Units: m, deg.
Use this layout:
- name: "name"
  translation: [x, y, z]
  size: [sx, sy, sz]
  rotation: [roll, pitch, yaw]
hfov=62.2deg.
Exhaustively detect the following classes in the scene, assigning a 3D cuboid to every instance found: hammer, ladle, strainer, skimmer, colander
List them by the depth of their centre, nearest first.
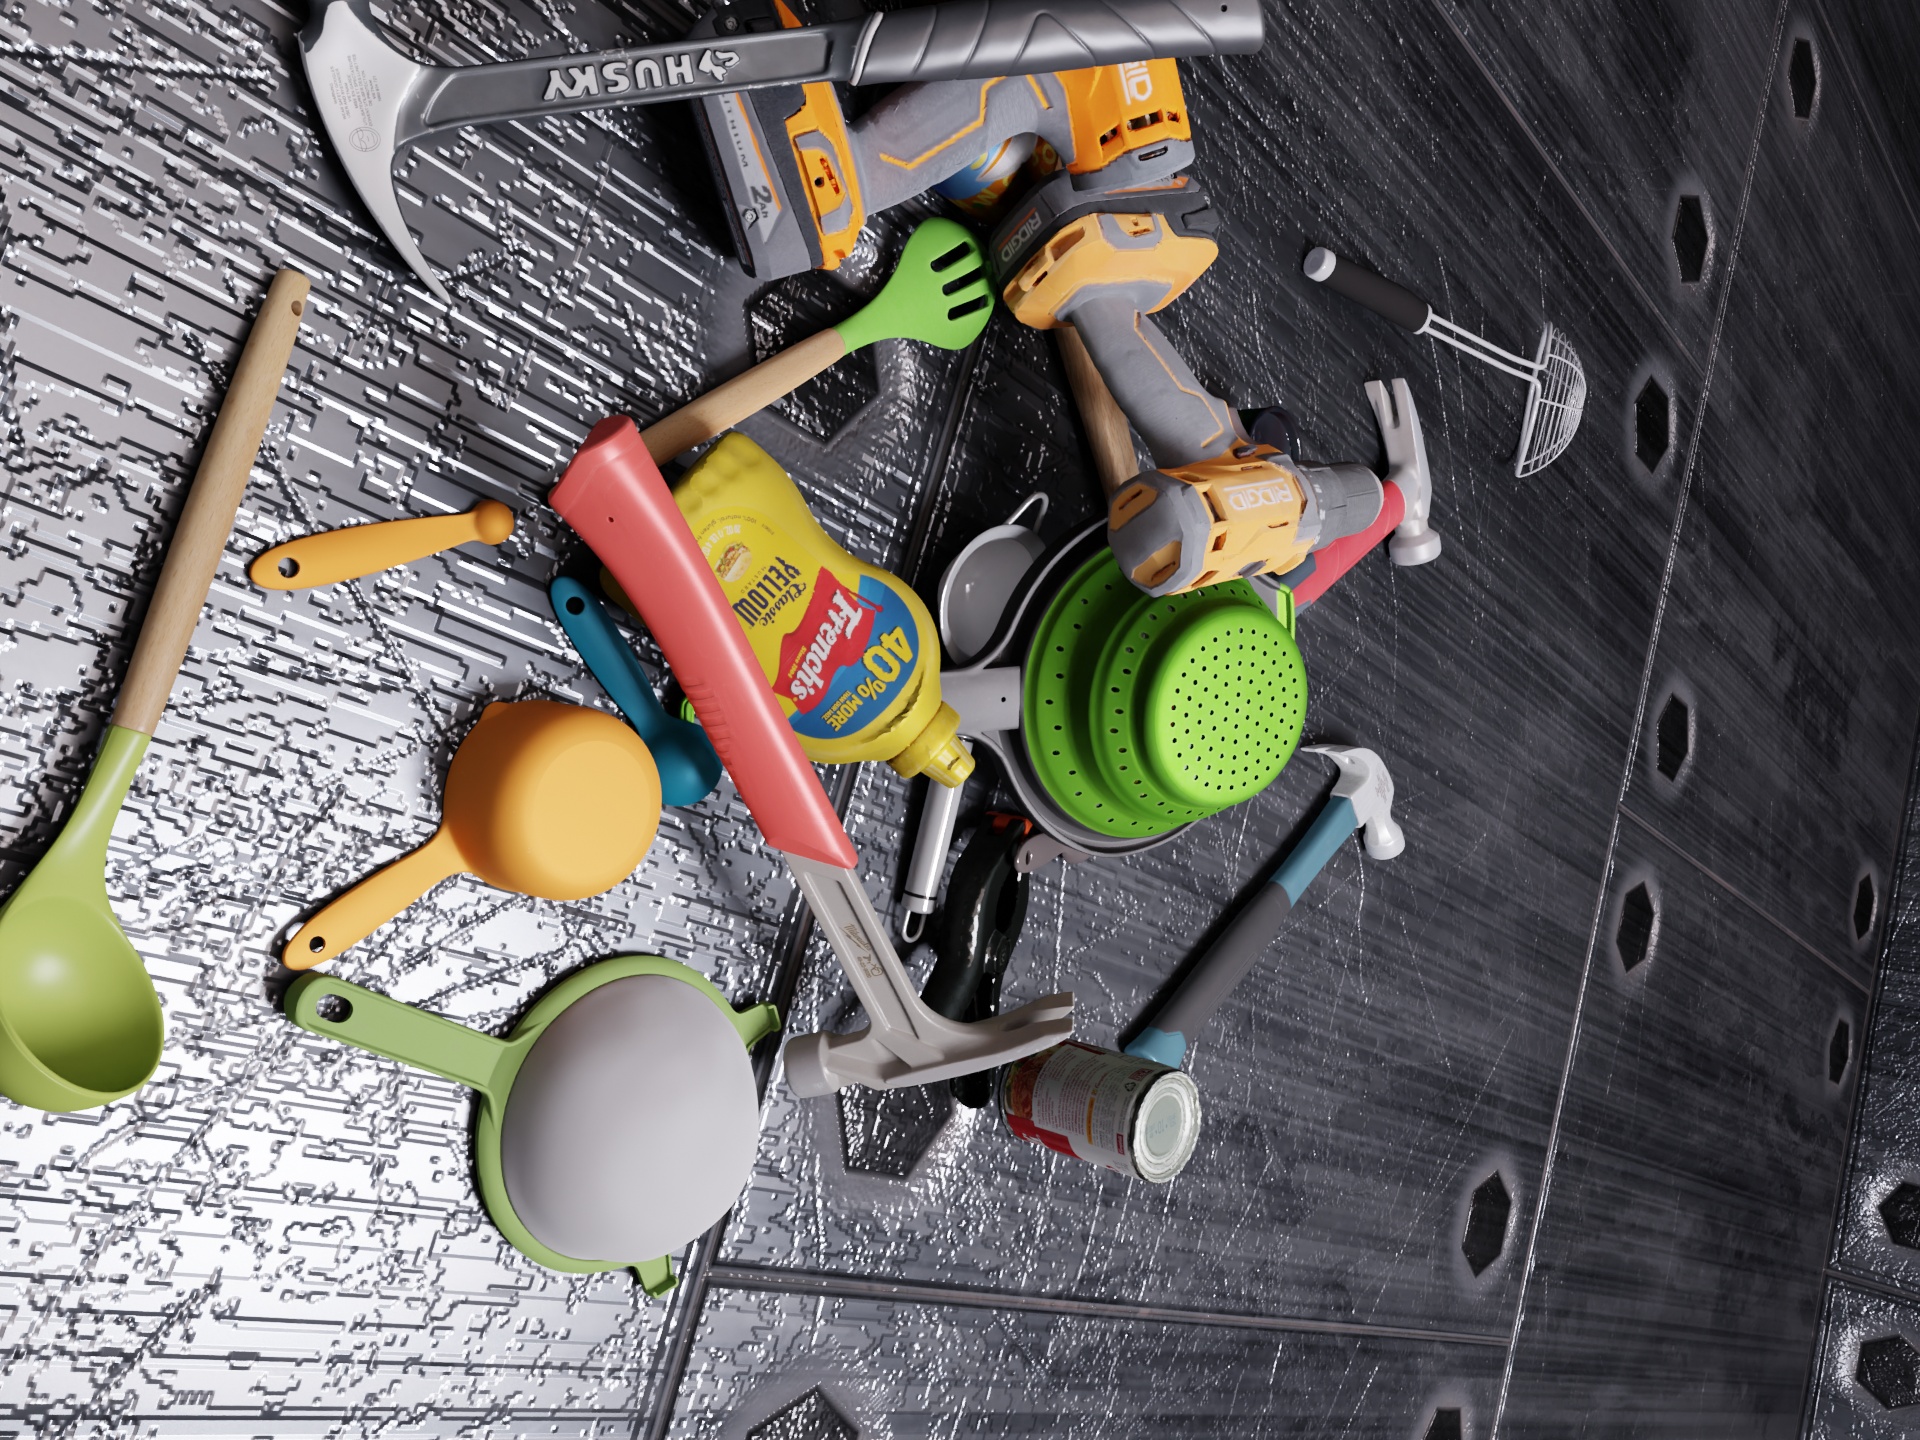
- name: "ladle"
  translation: [-0.285, -0.020, 0.582]
  size: [0.078, 0.062, 0.320]
  rotation: [47, 54, -68]
- name: "hammer"
  translation: [-0.058, -0.277, 0.673]
  size: [0.409, 0.036, 0.149]
  rotation: [-12, 109, -14]
- name: "strainer"
  translation: [-0.173, 0.166, 0.702]
  size: [0.256, 0.069, 0.151]
  rotation: [37, 68, -43]
- name: "hammer"
  translation: [-0.073, 0.028, 0.714]
  size: [0.037, 0.149, 0.358]
  rotation: [-84, 154, -58]
- name: "colander"
  translation: [0.052, -0.007, 0.836]
  size: [0.397, 0.095, 0.204]
  rotation: [-5, 103, -30]
- name: "strainer"
  translation: [-0.001, -0.003, 0.883]
  size: [0.086, 0.050, 0.258]
  rotation: [13, 91, -47]
- name: "hammer"
  translation: [0.083, -0.201, 0.954]
  size: [0.130, 0.031, 0.331]
  rotation: [-36, 118, -37]
- name: "hammer"
  translation: [0.232, -0.111, 1.088]
  size: [0.386, 0.038, 0.143]
  rotation: [-37, 118, -43]
- name: "hammer"
  translation: [0.219, 0.134, 1.126]
  size: [0.331, 0.033, 0.128]
  rotation: [-43, 124, -34]
- name: "skimmer"
  translation: [0.375, -0.291, 1.246]
  size: [0.363, 0.090, 0.127]
  rotation: [13, 88, -35]

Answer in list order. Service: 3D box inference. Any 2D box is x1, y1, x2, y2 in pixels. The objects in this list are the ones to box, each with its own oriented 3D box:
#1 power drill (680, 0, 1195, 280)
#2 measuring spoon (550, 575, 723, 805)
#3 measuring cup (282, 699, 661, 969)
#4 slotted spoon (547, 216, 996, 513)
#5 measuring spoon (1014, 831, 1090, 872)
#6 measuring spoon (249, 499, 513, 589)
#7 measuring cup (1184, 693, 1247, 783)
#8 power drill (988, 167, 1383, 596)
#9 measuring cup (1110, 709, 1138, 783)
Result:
- name: "power drill"
  translation: [-0.012, -0.308, 0.739]
  size: [0.226, 0.084, 0.164]
  rotation: [-20, 112, -8]
- name: "measuring spoon"
  translation: [-0.151, -0.011, 0.734]
  size: [0.042, 0.021, 0.128]
  rotation: [-32, 116, -6]
- name: "measuring cup"
  translation: [-0.201, 0.056, 0.674]
  size: [0.173, 0.052, 0.095]
  rotation: [-39, 120, -39]
- name: "slotted spoon"
  translation: [-0.079, -0.177, 0.795]
  size: [0.314, 0.031, 0.070]
  rotation: [-39, 118, -34]
- name: "measuring spoon"
  translation: [0.059, 0.075, 0.935]
  size: [0.124, 0.018, 0.034]
  rotation: [-9, 104, -68]
- name: "measuring spoon"
  translation: [-0.235, -0.072, 0.656]
  size: [0.117, 0.011, 0.021]
  rotation: [-22, 110, -42]
- name: "measuring cup"
  translation: [0.210, 0.007, 1.090]
  size: [0.167, 0.038, 0.083]
  rotation: [-21, 126, -48]
- name: "power drill"
  translation: [0.130, -0.182, 0.861]
  size: [0.185, 0.084, 0.226]
  rotation: [-14, 76, -38]
- name: "measuring cup"
  translation: [0.129, -0.005, 1.033]
  size: [0.156, 0.029, 0.062]
  rotation: [-43, 126, -48]
